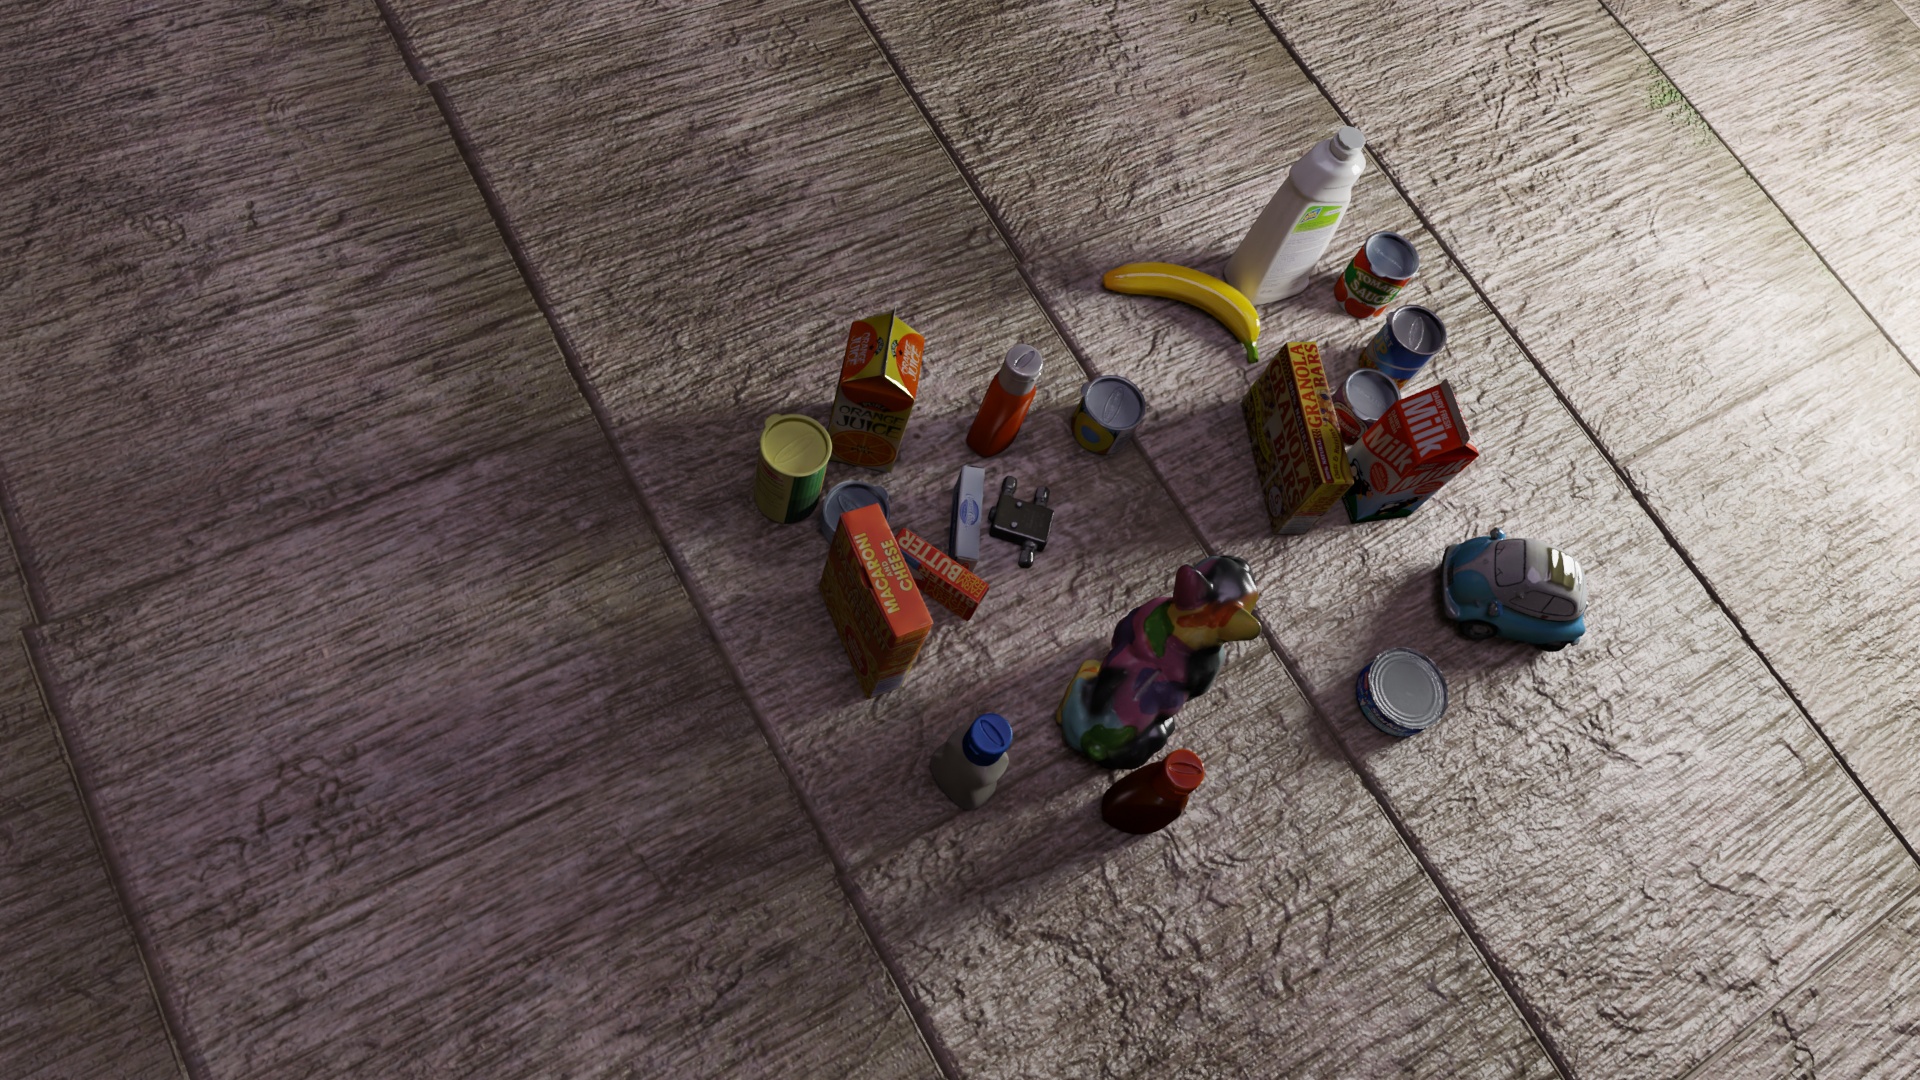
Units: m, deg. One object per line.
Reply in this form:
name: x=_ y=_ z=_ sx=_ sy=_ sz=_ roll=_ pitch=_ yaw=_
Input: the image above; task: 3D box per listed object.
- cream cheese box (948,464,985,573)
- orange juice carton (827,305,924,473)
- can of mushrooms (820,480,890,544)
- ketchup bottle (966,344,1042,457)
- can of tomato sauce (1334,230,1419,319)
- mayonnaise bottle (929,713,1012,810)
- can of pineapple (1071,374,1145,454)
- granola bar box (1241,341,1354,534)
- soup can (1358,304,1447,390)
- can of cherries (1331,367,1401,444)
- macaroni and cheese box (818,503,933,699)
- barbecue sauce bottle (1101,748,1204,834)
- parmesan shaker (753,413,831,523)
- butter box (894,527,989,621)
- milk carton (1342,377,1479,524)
cream cheese box: x=0.005 y=-0.017 z=1.369 sx=0.024 sy=0.053 sz=0.104 roll=9 pitch=64 yaw=-8
orange juice carton: x=-0.081 y=-0.145 z=1.333 sx=0.073 sy=0.191 sz=0.072 roll=12 pitch=63 yaw=-7
can of mushrooms: x=-0.102 y=-0.024 z=1.360 sx=0.071 sy=0.033 sz=0.071 roll=5 pitch=64 yaw=-10
ketchup bottle: x=0.048 y=-0.141 z=1.384 sx=0.043 sy=0.148 sz=0.065 roll=41 pitch=64 yaw=8
can of tomato sauce: x=0.475 y=-0.302 z=1.593 sx=0.071 sy=0.082 sz=0.071 roll=5 pitch=64 yaw=-10
mayonnaise bottle: x=0.012 y=0.191 z=1.218 sx=0.041 sy=0.147 sz=0.065 roll=-36 pitch=77 yaw=-24
can of pineapple: x=0.153 y=-0.132 z=1.454 sx=0.071 sy=0.057 sz=0.071 roll=5 pitch=64 yaw=-10
granola bar box: x=0.348 y=-0.105 z=1.447 sx=0.039 sy=0.123 sz=0.166 roll=-2 pitch=66 yaw=-13
soup can: x=0.491 y=-0.215 z=1.554 sx=0.071 sy=0.083 sz=0.071 roll=5 pitch=64 yaw=-10
can of cherries: x=0.438 y=-0.145 z=1.523 sx=0.071 sy=0.058 sz=0.072 roll=5 pitch=64 yaw=-10
macaroni and cheese box: x=-0.080 y=0.058 z=1.251 sx=0.040 sy=0.165 sz=0.124 roll=-19 pitch=71 yaw=-20
barbecue sauce bottle: x=0.175 y=0.224 z=1.238 sx=0.065 sy=0.148 sz=0.044 roll=11 pitch=64 yaw=-7
parmesan shaker: x=-0.164 y=-0.069 z=1.329 sx=0.071 sy=0.102 sz=0.071 roll=5 pitch=64 yaw=-10
butter box: x=-0.024 y=0.033 z=1.339 sx=0.103 sy=0.053 sz=0.024 roll=34 pitch=63 yaw=5
milk carton: x=0.464 y=-0.090 z=1.429 sx=0.073 sy=0.189 sz=0.072 roll=-7 pitch=67 yaw=-15
